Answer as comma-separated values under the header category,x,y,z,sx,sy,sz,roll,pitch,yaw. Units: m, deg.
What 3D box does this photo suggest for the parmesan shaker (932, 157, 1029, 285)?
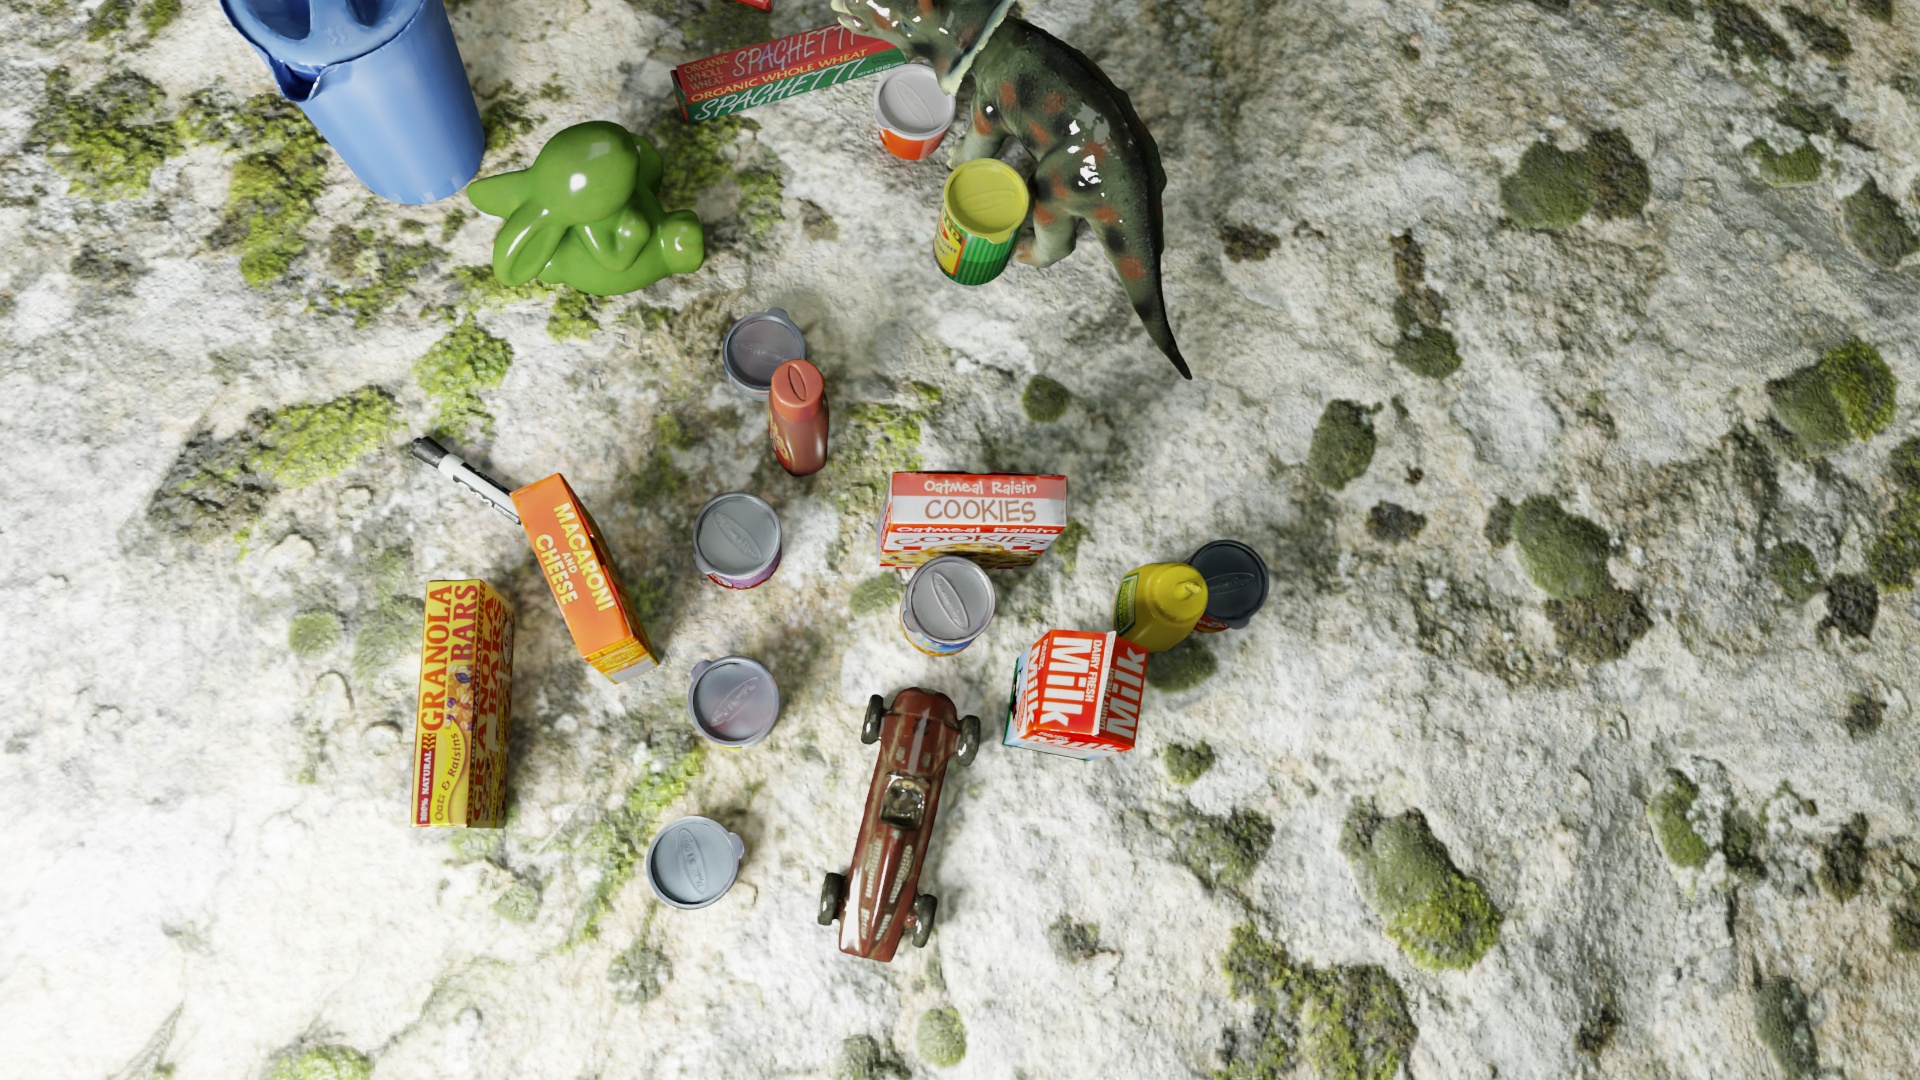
category,x,y,z,sx,sy,sz,roll,pitch,yaw
parmesan shaker,0.015,-0.250,1.114,0.071,0.103,0.071,1,78,-7

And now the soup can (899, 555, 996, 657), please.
category,x,y,z,sx,sy,sz,roll,pitch,yaw
soup can,-0.014,0.053,1.053,0.071,0.083,0.071,1,78,-7

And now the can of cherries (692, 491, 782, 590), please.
category,x,y,z,sx,sy,sz,roll,pitch,yaw
can of cherries,-0.171,0.003,1.058,0.071,0.058,0.071,1,78,-7

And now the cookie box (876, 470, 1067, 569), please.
category,x,y,z,sx,sy,sz,roll,pitch,yaw
cookie box,0.004,-0.013,1.027,0.123,0.167,0.040,0,78,-7

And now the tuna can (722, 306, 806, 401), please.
category,x,y,z,sx,sy,sz,roll,pitch,yaw
tuna can,-0.155,-0.148,1.107,0.071,0.032,0.071,1,77,-7

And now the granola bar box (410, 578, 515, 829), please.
category,x,y,z,sx,sy,sz,roll,pitch,yaw
granola bar box,-0.348,0.119,0.976,0.039,0.124,0.166,0,78,-7

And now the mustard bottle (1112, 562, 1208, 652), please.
category,x,y,z,sx,sy,sz,roll,pitch,yaw
mustard bottle,0.152,0.045,1.036,0.049,0.160,0.065,6,77,-6

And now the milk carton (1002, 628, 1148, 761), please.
category,x,y,z,sx,sy,sz,roll,pitch,yaw
milk carton,0.084,0.112,0.997,0.073,0.190,0.072,12,77,-4

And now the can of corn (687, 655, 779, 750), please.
category,x,y,z,sx,sy,sz,roll,pitch,yaw
can of corn,-0.169,0.120,1.032,0.071,0.058,0.071,1,78,-7

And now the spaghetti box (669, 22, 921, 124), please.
category,x,y,z,sx,sy,sz,roll,pitch,yaw
spaghetti box,-0.116,-0.403,1.160,0.250,0.050,0.029,-19,81,-11

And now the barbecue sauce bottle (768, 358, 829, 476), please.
category,x,y,z,sx,sy,sz,roll,pitch,yaw
barbecue sauce bottle,-0.121,-0.095,1.040,0.044,0.148,0.065,-18,81,-10

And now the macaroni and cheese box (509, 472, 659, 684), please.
category,x,y,z,sx,sy,sz,roll,pitch,yaw
macaroni and cheese box,-0.262,0.031,0.985,0.040,0.166,0.124,-25,82,-11

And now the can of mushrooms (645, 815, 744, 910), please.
category,x,y,z,sx,sy,sz,roll,pitch,yaw
can of mushrooms,-0.193,0.235,1.016,0.071,0.033,0.071,1,77,-7

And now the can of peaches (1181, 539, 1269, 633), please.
category,x,y,z,sx,sy,sz,roll,pitch,yaw
can of peaches,0.203,0.040,1.096,0.071,0.058,0.071,1,78,-7

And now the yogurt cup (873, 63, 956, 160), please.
category,x,y,z,sx,sy,sz,roll,pitch,yaw
yogurt cup,-0.039,-0.353,1.156,0.072,0.054,0.072,1,78,-7
